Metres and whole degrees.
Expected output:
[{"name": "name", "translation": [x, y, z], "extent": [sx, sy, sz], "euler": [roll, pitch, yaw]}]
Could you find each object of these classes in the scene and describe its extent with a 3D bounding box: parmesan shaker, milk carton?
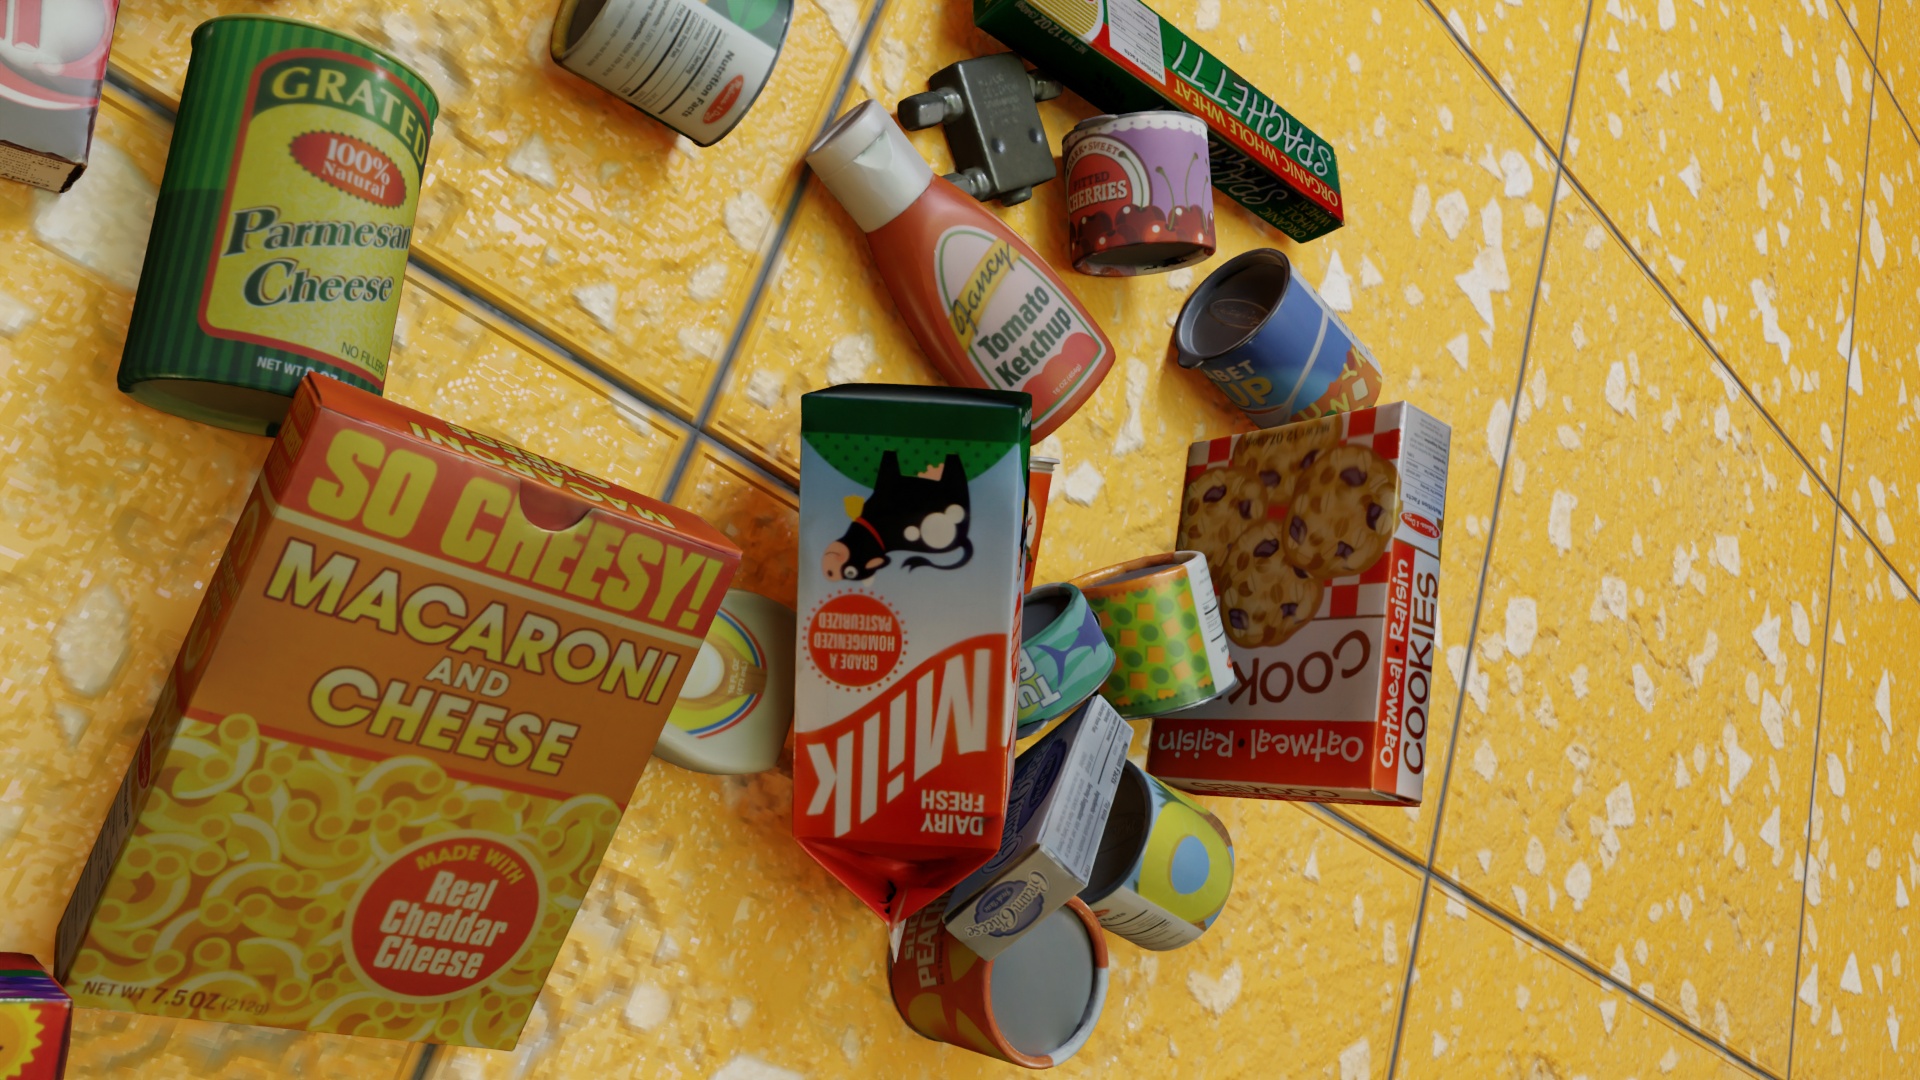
[{"name": "parmesan shaker", "translation": [-0.190, -0.085, 0.397], "extent": [0.071, 0.071, 0.103], "euler": [14, 76, -38]}, {"name": "milk carton", "translation": [-0.016, 0.043, 0.486], "extent": [0.072, 0.073, 0.190], "euler": [-60, 152, -79]}]

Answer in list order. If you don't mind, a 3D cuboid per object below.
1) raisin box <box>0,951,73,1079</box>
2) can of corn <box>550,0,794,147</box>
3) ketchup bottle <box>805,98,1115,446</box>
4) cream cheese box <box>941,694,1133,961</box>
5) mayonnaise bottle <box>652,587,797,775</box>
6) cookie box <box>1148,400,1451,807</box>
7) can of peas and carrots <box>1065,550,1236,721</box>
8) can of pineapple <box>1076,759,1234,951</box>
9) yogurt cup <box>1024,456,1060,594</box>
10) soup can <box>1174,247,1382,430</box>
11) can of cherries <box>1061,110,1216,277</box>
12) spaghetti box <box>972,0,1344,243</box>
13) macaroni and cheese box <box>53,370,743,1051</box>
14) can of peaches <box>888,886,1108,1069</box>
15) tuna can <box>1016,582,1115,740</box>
[{"name": "raisin box", "translation": [-0.267, 0.112, 0.295], "extent": [0.123, 0.086, 0.040], "euler": [13, 75, -38]}, {"name": "can of corn", "translation": [-0.101, -0.182, 0.483], "extent": [0.058, 0.071, 0.071], "euler": [24, 70, -35]}, {"name": "ketchup bottle", "translation": [-0.002, -0.109, 0.565], "extent": [0.065, 0.043, 0.148], "euler": [-47, 114, -10]}, {"name": "cream cheese box", "translation": [0.031, 0.102, 0.512], "extent": [0.024, 0.053, 0.104], "euler": [43, 28, -5]}, {"name": "mayonnaise bottle", "translation": [-0.123, 0.036, 0.451], "extent": [0.148, 0.041, 0.065], "euler": [18, 76, -37]}, {"name": "cookie box", "translation": [0.151, 0.031, 0.623], "extent": [0.040, 0.122, 0.168], "euler": [20, 72, -35]}, {"name": "can of peas and carrots", "translation": [0.078, 0.041, 0.601], "extent": [0.071, 0.071, 0.058], "euler": [-18, 96, -39]}, {"name": "can of pineapple", "translation": [0.073, 0.130, 0.584], "extent": [0.058, 0.071, 0.071], "euler": [35, 64, -32]}, {"name": "yogurt cup", "translation": [0.002, -0.007, 0.546], "extent": [0.072, 0.072, 0.054], "euler": [2, 91, -39]}, {"name": "soup can", "translation": [0.155, -0.089, 0.680], "extent": [0.083, 0.071, 0.071], "euler": [38, 62, -30]}, {"name": "can of cherries", "translation": [0.078, -0.154, 0.624], "extent": [0.071, 0.071, 0.058], "euler": [-2, 88, -40]}, {"name": "spaghetti box", "translation": [0.103, -0.212, 0.660], "extent": [0.250, 0.028, 0.050], "euler": [19, 61, -40]}, {"name": "macaroni and cheese box", "translation": [-0.151, 0.054, 0.386], "extent": [0.123, 0.040, 0.166], "euler": [23, 95, -36]}, {"name": "can of peaches", "translation": [0.014, 0.164, 0.536], "extent": [0.071, 0.058, 0.071], "euler": [5, 82, -39]}, {"name": "tuna can", "translation": [0.025, 0.048, 0.553], "extent": [0.071, 0.071, 0.032], "euler": [-39, 108, -35]}]
